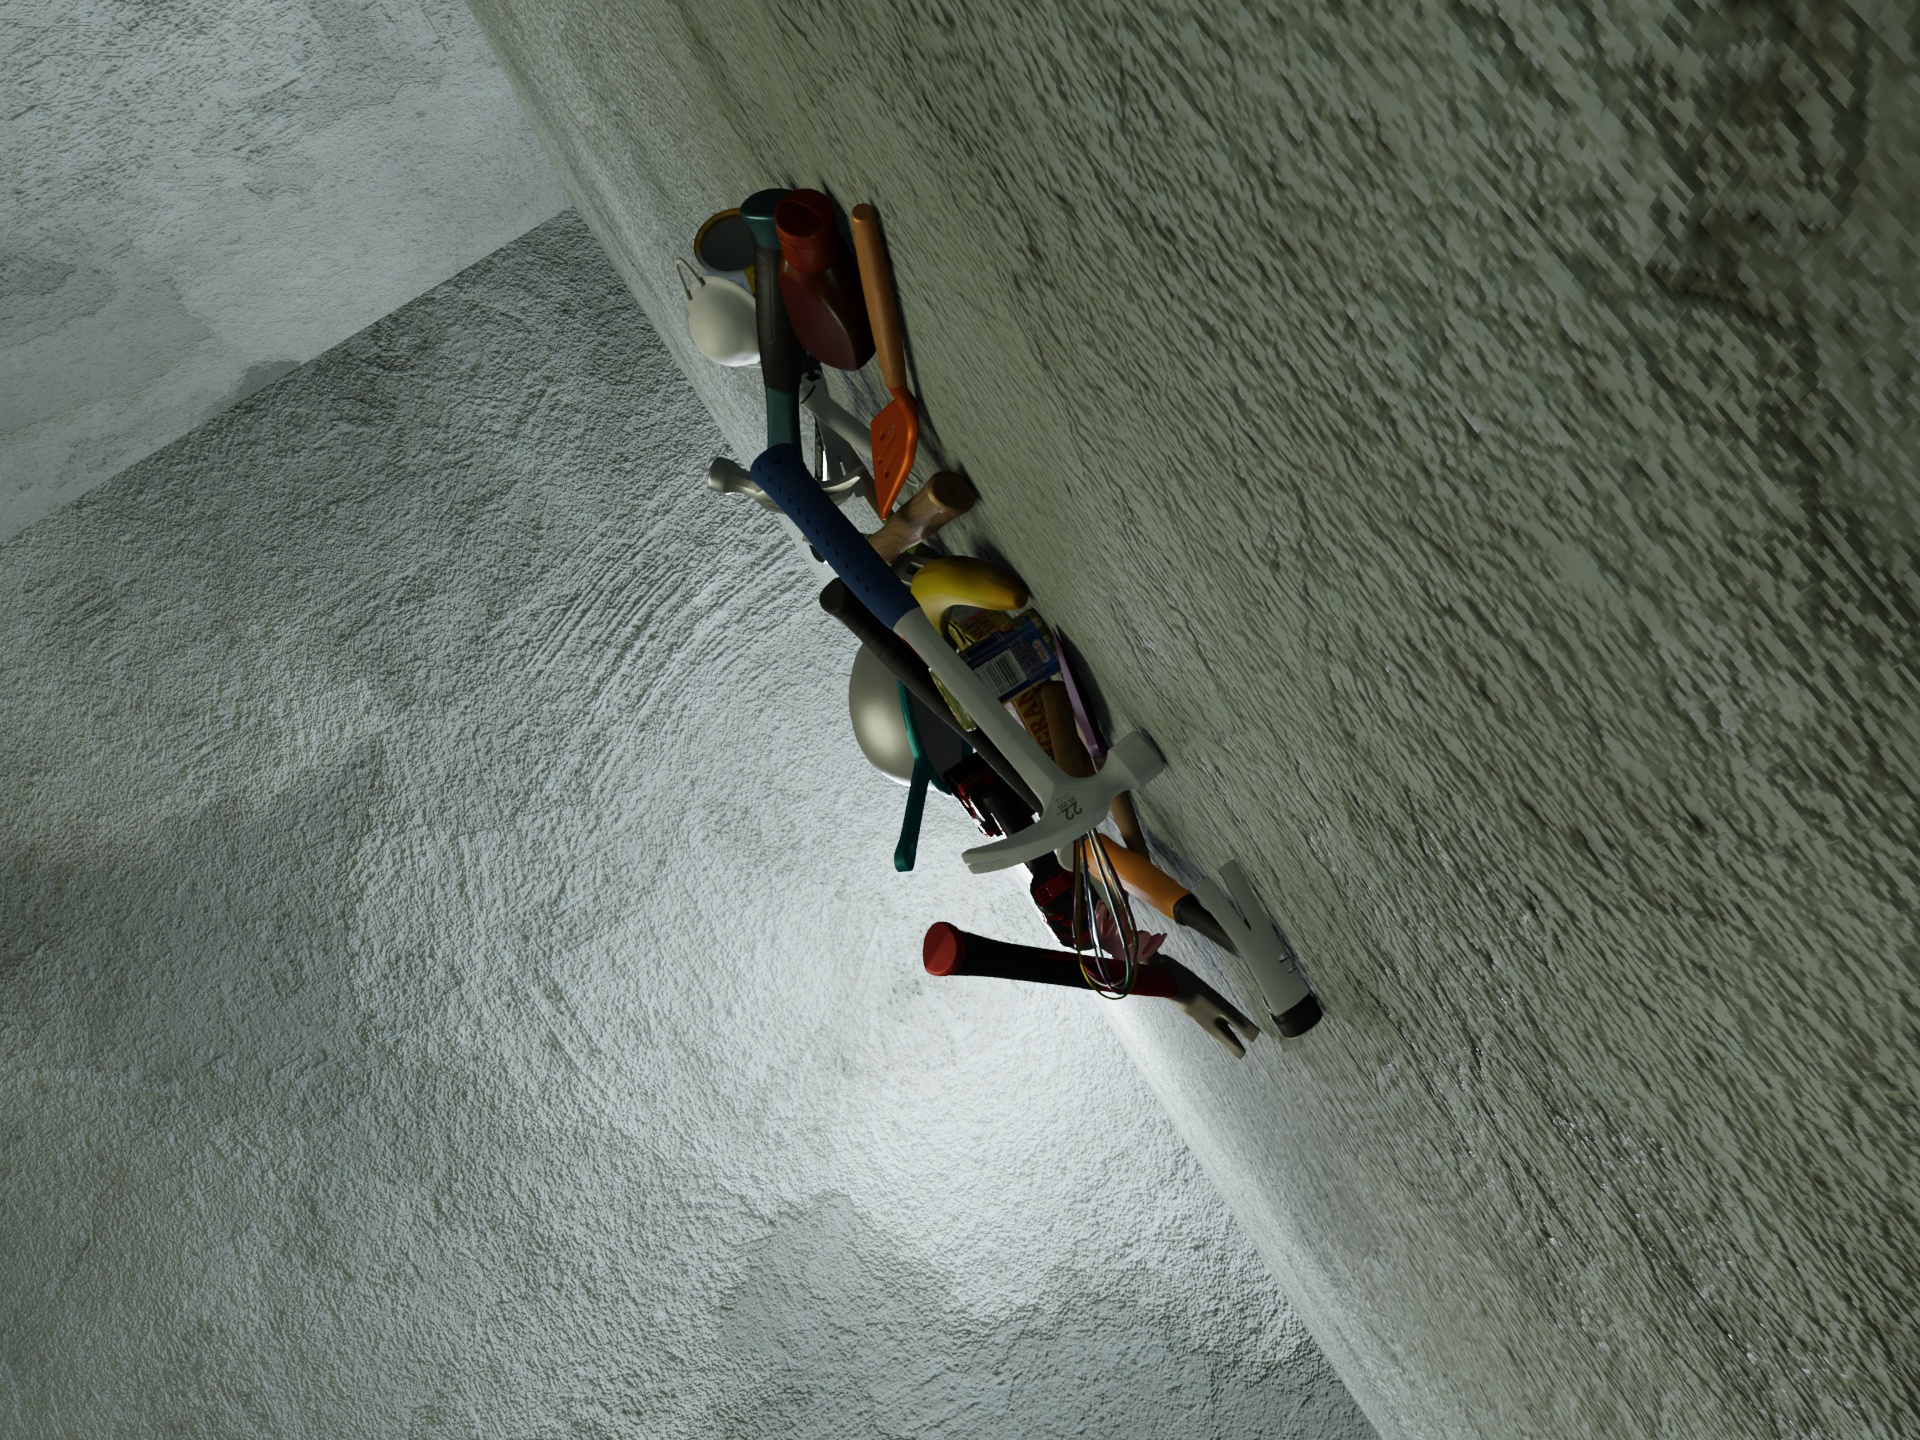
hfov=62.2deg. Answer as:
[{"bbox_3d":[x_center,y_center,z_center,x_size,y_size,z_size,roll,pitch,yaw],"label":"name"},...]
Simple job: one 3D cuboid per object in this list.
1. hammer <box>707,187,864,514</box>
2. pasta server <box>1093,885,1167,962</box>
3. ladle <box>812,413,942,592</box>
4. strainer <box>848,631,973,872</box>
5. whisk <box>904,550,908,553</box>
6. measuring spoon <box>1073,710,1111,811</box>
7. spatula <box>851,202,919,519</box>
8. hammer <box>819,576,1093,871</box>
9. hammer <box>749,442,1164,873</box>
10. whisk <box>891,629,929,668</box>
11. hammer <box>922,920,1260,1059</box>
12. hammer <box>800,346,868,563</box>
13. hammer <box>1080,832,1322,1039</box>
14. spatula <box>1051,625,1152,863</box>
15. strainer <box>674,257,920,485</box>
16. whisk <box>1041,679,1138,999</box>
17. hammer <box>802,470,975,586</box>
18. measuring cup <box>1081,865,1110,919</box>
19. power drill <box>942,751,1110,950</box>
[{"bbox_3d":[-0.136,-0.263,1.191,0.128,0.033,0.330,16,150,5],"label":"hammer"},{"bbox_3d":[0.141,0.155,1.375,0.060,0.040,0.316,26,-171,2],"label":"pasta server"},{"bbox_3d":[-0.091,-0.208,1.514,0.320,0.062,0.078,58,156,35],"label":"ladle"},{"bbox_3d":[-0.070,0.028,1.640,0.341,0.095,0.210,-81,-25,-45],"label":"strainer"},{"bbox_3d":[-0.029,-0.105,1.601,0.055,0.055,0.238,52,169,52],"label":"whisk"},{"bbox_3d":[0.100,0.027,1.284,0.124,0.018,0.034,61,175,-26],"label":"measuring spoon"},{"bbox_3d":[-0.053,-0.231,1.028,0.322,0.041,0.081,79,-176,-73],"label":"spatula"},{"bbox_3d":[-0.002,-0.005,1.449,0.334,0.035,0.146,45,-168,-11],"label":"hammer"},{"bbox_3d":[-0.036,-0.062,1.131,0.406,0.144,0.035,49,173,30],"label":"hammer"},{"bbox_3d":[0.019,-0.030,1.545,0.295,0.073,0.073,52,177,-12],"label":"whisk"},{"bbox_3d":[0.102,0.204,1.238,0.143,0.038,0.386,39,-169,34],"label":"hammer"},{"bbox_3d":[-0.131,-0.223,1.526,0.409,0.036,0.149,112,138,-78],"label":"hammer"},{"bbox_3d":[0.152,0.127,1.172,0.127,0.034,0.337,58,172,-15],"label":"hammer"},{"bbox_3d":[0.113,0.039,1.220,0.315,0.018,0.060,63,-173,-51],"label":"spatula"},{"bbox_3d":[-0.131,-0.265,1.258,0.258,0.050,0.087,37,151,-19],"label":"strainer"},{"bbox_3d":[0.092,0.087,1.189,0.051,0.047,0.245,104,156,-75],"label":"whisk"},{"bbox_3d":[-0.040,-0.150,1.250,0.130,0.031,0.331,24,173,-11],"label":"hammer"},{"bbox_3d":[0.134,0.139,1.641,0.083,0.038,0.167,-130,25,-58],"label":"measuring cup"},{"bbox_3d":[0.076,0.134,1.594,0.220,0.078,0.143,57,180,35],"label":"power drill"}]
